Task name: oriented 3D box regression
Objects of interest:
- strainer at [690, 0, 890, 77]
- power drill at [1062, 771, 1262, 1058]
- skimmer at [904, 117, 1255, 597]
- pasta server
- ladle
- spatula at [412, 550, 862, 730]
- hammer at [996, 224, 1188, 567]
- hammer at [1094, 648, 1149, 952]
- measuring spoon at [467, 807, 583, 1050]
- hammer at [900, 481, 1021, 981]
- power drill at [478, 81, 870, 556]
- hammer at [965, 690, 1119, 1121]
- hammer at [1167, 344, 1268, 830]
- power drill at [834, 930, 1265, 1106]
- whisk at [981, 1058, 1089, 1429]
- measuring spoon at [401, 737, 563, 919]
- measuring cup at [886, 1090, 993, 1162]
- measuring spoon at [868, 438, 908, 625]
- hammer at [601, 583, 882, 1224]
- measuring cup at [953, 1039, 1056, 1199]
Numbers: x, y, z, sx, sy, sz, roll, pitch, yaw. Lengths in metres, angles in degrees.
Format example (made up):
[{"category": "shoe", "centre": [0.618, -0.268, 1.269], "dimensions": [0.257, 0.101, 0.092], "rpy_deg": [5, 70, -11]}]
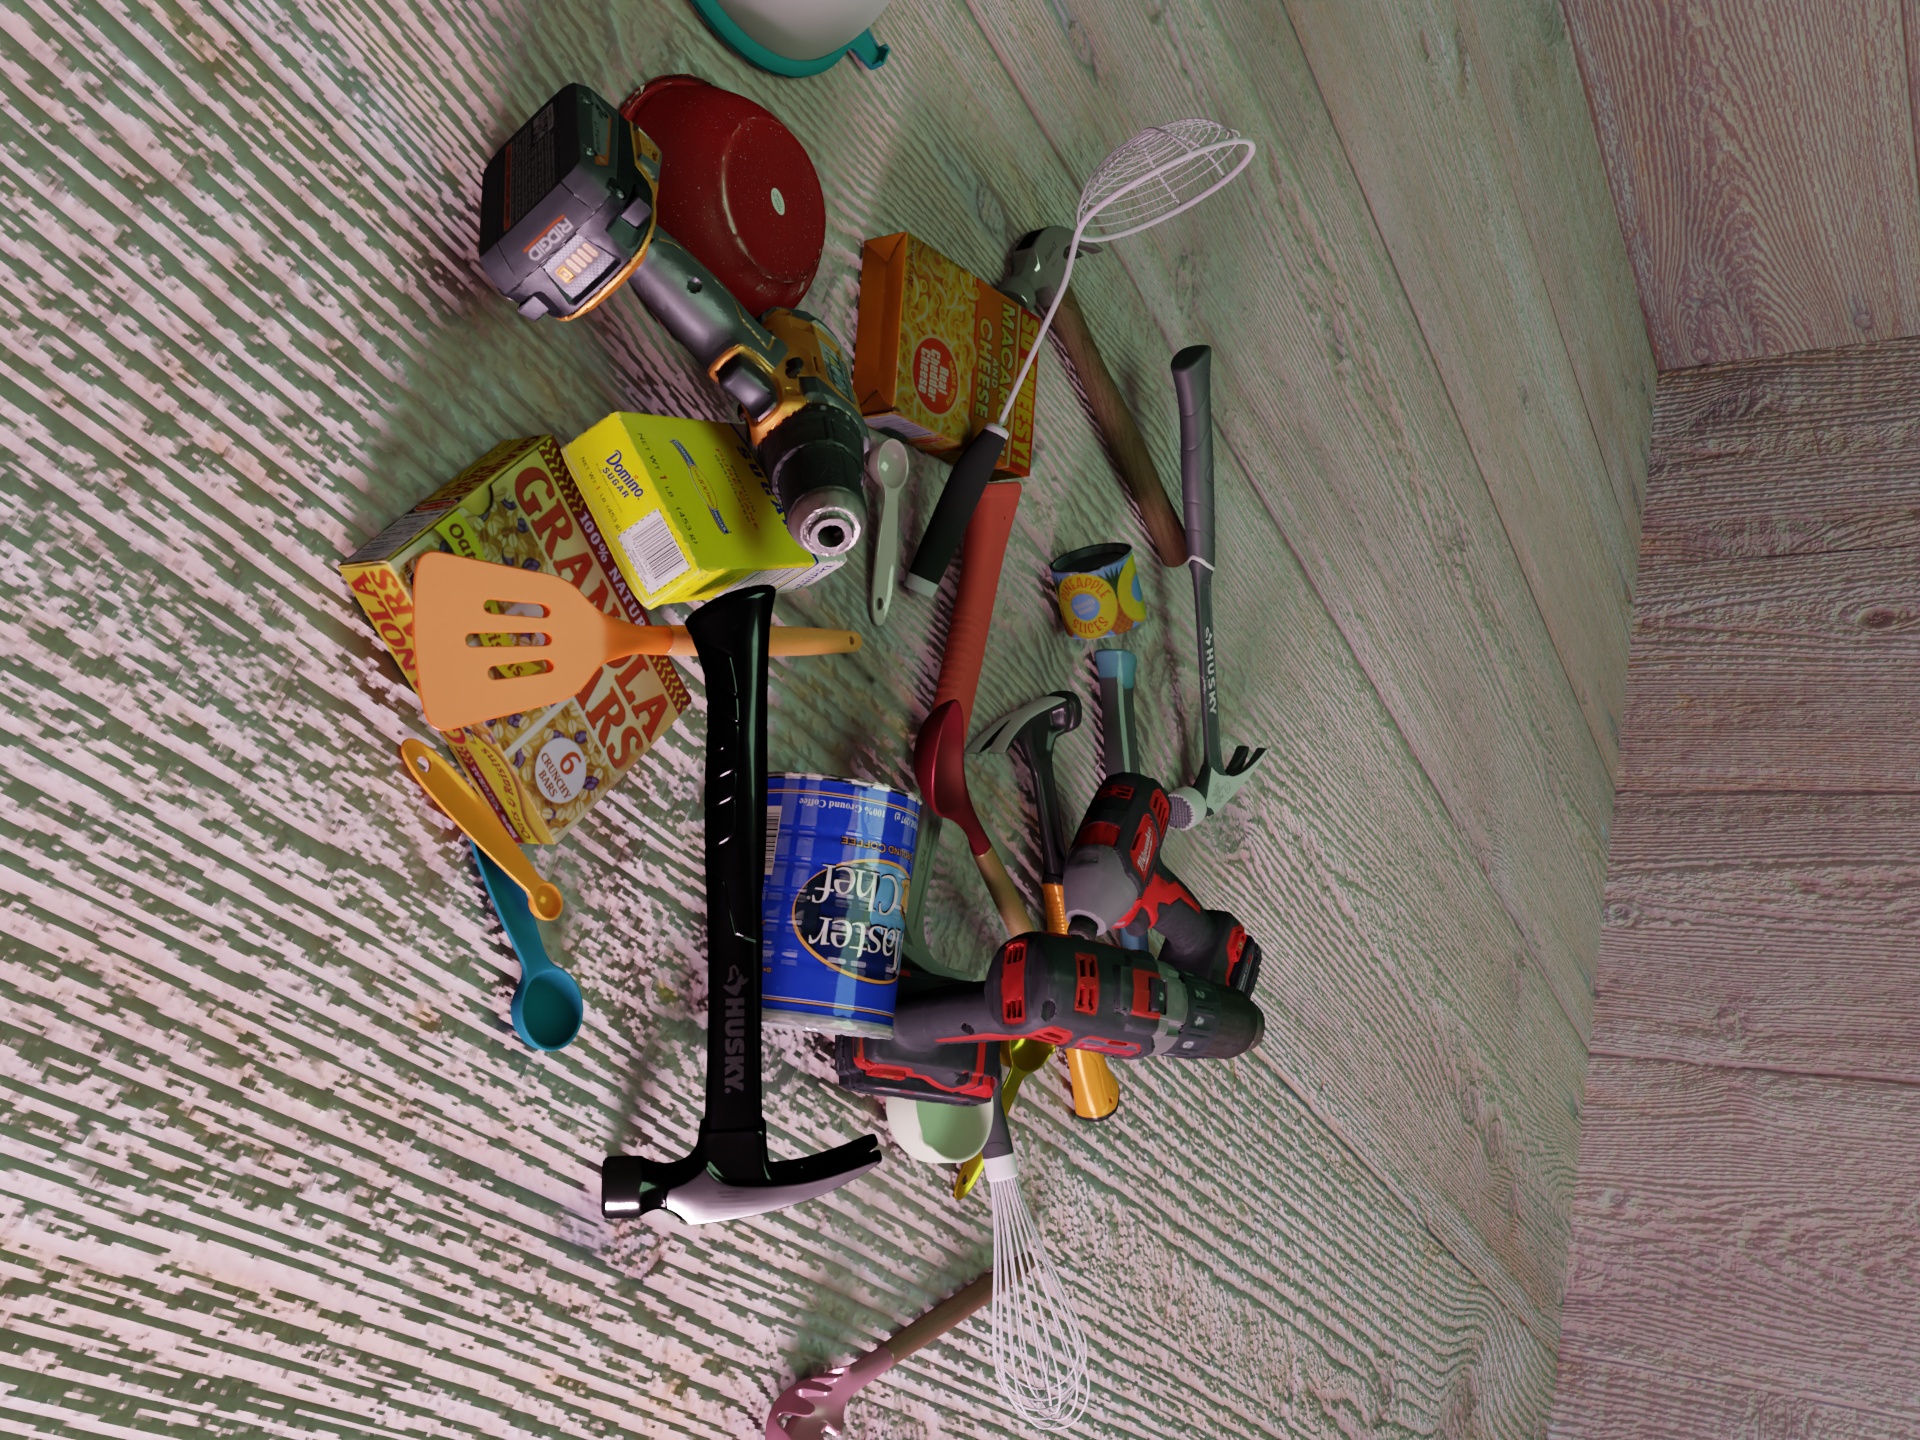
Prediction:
[{"category": "strainer", "centre": [-0.122, -0.486, 0.895], "dimensions": [0.340, 0.095, 0.211], "rpy_deg": [-28, 112, -54]}, {"category": "power drill", "centre": [0.148, 0.160, 1.228], "dimensions": [0.219, 0.078, 0.143], "rpy_deg": [56, 45, -34]}, {"category": "skimmer", "centre": [0.077, -0.237, 1.068], "dimensions": [0.363, 0.090, 0.127], "rpy_deg": [-64, 177, 4]}, {"category": "pasta server", "centre": [-0.028, 0.412, 1.048], "dimensions": [0.316, 0.040, 0.060], "rpy_deg": [-6, 106, -57]}, {"category": "ladle", "centre": [0.023, 0.100, 1.083], "dimensions": [0.315, 0.031, 0.069], "rpy_deg": [66, 34, -44]}, {"category": "spatula", "centre": [-0.148, -0.042, 0.835], "dimensions": [0.322, 0.041, 0.081], "rpy_deg": [-4, 90, -62]}, {"category": "hammer", "centre": [0.124, -0.257, 1.307], "dimensions": [0.331, 0.031, 0.130], "rpy_deg": [57, 45, -38]}, {"category": "hammer", "centre": [0.139, 0.105, 1.313], "dimensions": [0.128, 0.033, 0.331], "rpy_deg": [-10, 97, -57]}, {"category": "measuring spoon", "centre": [-0.225, 0.105, 0.794], "dimensions": [0.042, 0.021, 0.128], "rpy_deg": [-32, 106, -58]}, {"category": "hammer", "centre": [-0.002, -0.004, 1.099], "dimensions": [0.149, 0.037, 0.359], "rpy_deg": [46, 50, -55]}, {"category": "power drill", "centre": [-0.131, -0.191, 0.804], "dimensions": [0.226, 0.084, 0.186], "rpy_deg": [39, 24, -39]}, {"category": "hammer", "centre": [0.076, 0.153, 1.216], "dimensions": [0.127, 0.034, 0.336], "rpy_deg": [-28, 111, -54]}, {"category": "hammer", "centre": [0.215, -0.118, 1.387], "dimensions": [0.149, 0.036, 0.408], "rpy_deg": [-24, 114, -49]}, {"category": "power drill", "centre": [0.050, 0.181, 0.957], "dimensions": [0.187, 0.226, 0.080], "rpy_deg": [17, 64, -35]}, {"category": "whisk", "centre": [0.036, 0.339, 1.092], "dimensions": [0.070, 0.070, 0.285], "rpy_deg": [3, 73, -56]}, {"category": "measuring spoon", "centre": [-0.234, 0.054, 0.773], "dimensions": [0.116, 0.011, 0.021], "rpy_deg": [55, 32, -24]}, {"category": "measuring cup", "centre": [-0.039, 0.219, 1.053], "dimensions": [0.167, 0.038, 0.083], "rpy_deg": [60, 41, -11]}, {"category": "measuring spoon", "centre": [-0.054, -0.125, 1.057], "dimensions": [0.034, 0.018, 0.124], "rpy_deg": [1, 94, -56]}, {"category": "hammer", "centre": [-0.111, 0.097, 0.823], "dimensions": [0.035, 0.146, 0.334], "rpy_deg": [-138, -131, -77]}, {"category": "measuring cup", "centre": [0.023, 0.269, 1.150], "dimensions": [0.062, 0.029, 0.156], "rpy_deg": [44, 65, -42]}]
